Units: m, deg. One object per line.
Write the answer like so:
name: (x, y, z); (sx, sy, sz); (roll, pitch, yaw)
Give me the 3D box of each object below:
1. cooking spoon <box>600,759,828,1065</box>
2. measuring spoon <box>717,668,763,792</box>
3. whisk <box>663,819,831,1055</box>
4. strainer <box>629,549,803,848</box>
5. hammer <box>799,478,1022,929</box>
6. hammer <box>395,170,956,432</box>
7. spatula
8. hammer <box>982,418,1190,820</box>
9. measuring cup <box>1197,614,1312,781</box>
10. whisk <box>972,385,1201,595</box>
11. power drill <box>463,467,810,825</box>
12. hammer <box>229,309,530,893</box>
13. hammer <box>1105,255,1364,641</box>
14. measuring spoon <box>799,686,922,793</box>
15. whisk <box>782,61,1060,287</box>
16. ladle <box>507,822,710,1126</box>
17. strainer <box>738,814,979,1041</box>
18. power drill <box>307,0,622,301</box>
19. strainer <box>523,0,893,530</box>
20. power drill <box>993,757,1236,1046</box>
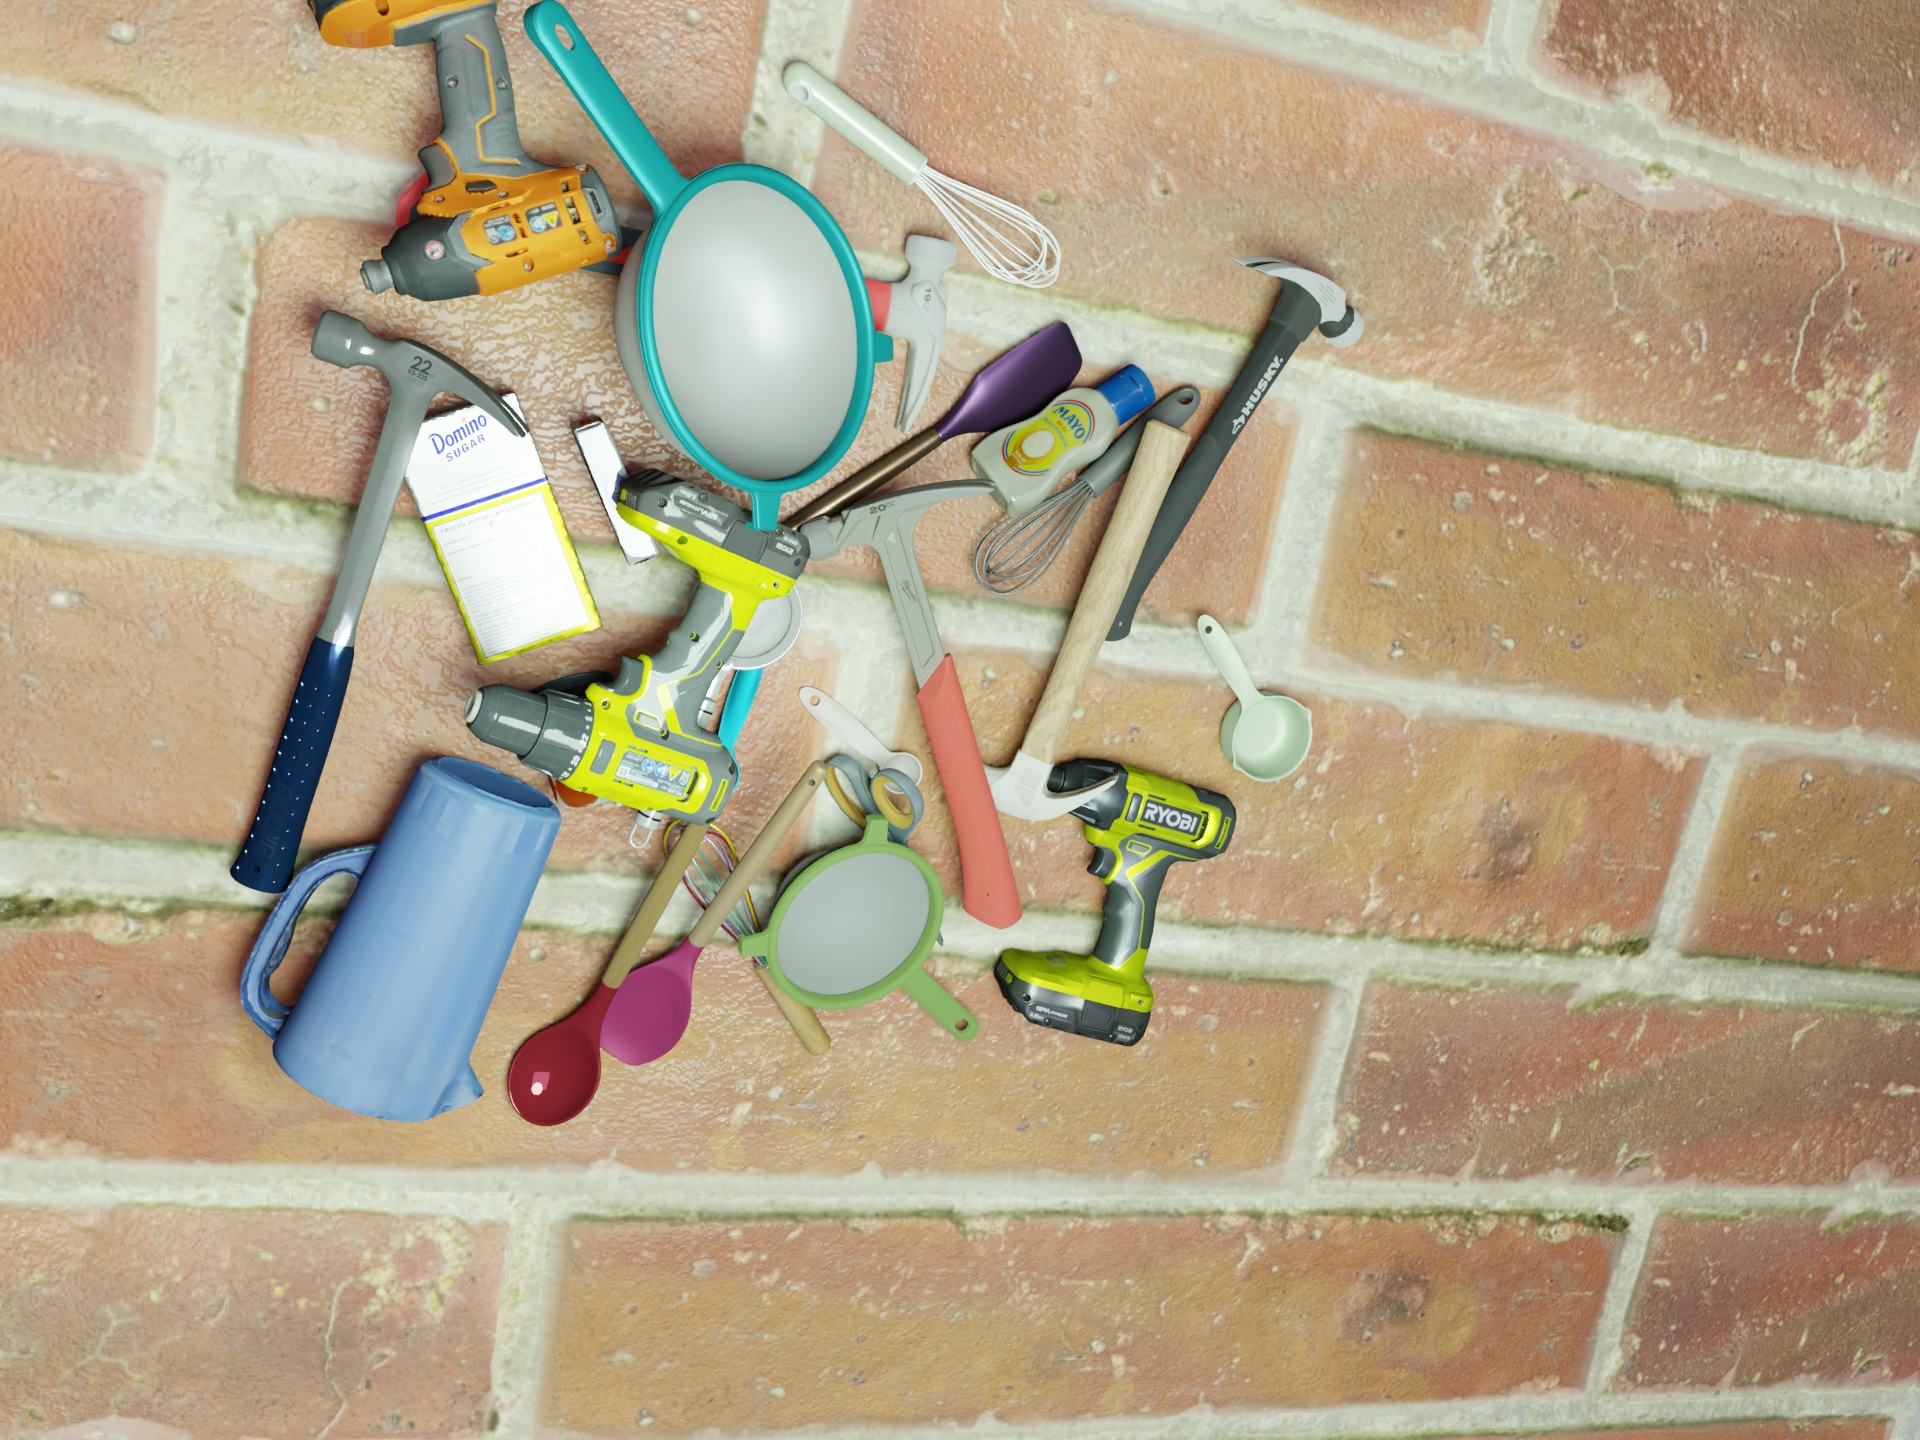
cooking spoon: (-0.189, 0.151, 1.217); (0.068, 0.017, 0.318); (34, 112, -7)
measuring spoon: (-0.179, 0.000, 1.233); (0.042, 0.021, 0.128); (20, 89, -23)
whisk: (-0.163, 0.175, 1.270); (0.047, 0.051, 0.244); (-34, 116, -13)
strainer: (-0.191, -0.021, 1.195); (0.086, 0.050, 0.258); (25, 92, -16)
hammer: (-0.002, -0.004, 1.229); (0.149, 0.037, 0.359); (-13, 109, 9)
hammer: (-0.197, -0.306, 1.126); (0.386, 0.038, 0.143); (7, 104, -20)
spatula: (-0.038, -0.203, 1.218); (0.316, 0.018, 0.059); (-34, 125, -7)
hammer: (0.104, -0.074, 1.248); (0.130, 0.031, 0.331); (23, 104, 5)
measuring cup: (0.236, -0.024, 1.349); (0.083, 0.038, 0.167); (-36, 111, -6)
whisk: (0.104, -0.183, 1.256); (0.239, 0.055, 0.055); (-42, 113, -8)
power drill: (-0.219, -0.053, 1.105); (0.190, 0.080, 0.228); (22, 94, -31)
hammer: (-0.420, -0.063, 1.092); (0.144, 0.035, 0.405); (20, 105, -11)
hammer: (0.192, -0.209, 1.265); (0.146, 0.035, 0.335); (22, 103, -48)
measuring spoon: (-0.081, 0.013, 1.269); (0.124, 0.018, 0.034); (41, 90, -17)
whisk: (-0.025, -0.396, 1.158); (0.246, 0.058, 0.059); (32, 59, -20)
ladle: (-0.258, 0.180, 1.219); (0.069, 0.031, 0.315); (30, 105, -4)
strainer: (-0.066, 0.182, 1.299); (0.151, 0.069, 0.256); (-43, 129, -3)
power drill: (-0.332, -0.382, 1.010); (0.164, 0.084, 0.226); (-24, 99, -18)
strainer: (-0.189, -0.297, 1.026); (0.340, 0.095, 0.211); (54, 53, -37)
power drill: (0.118, 0.147, 1.337); (0.171, 0.080, 0.223); (17, 96, -17)
